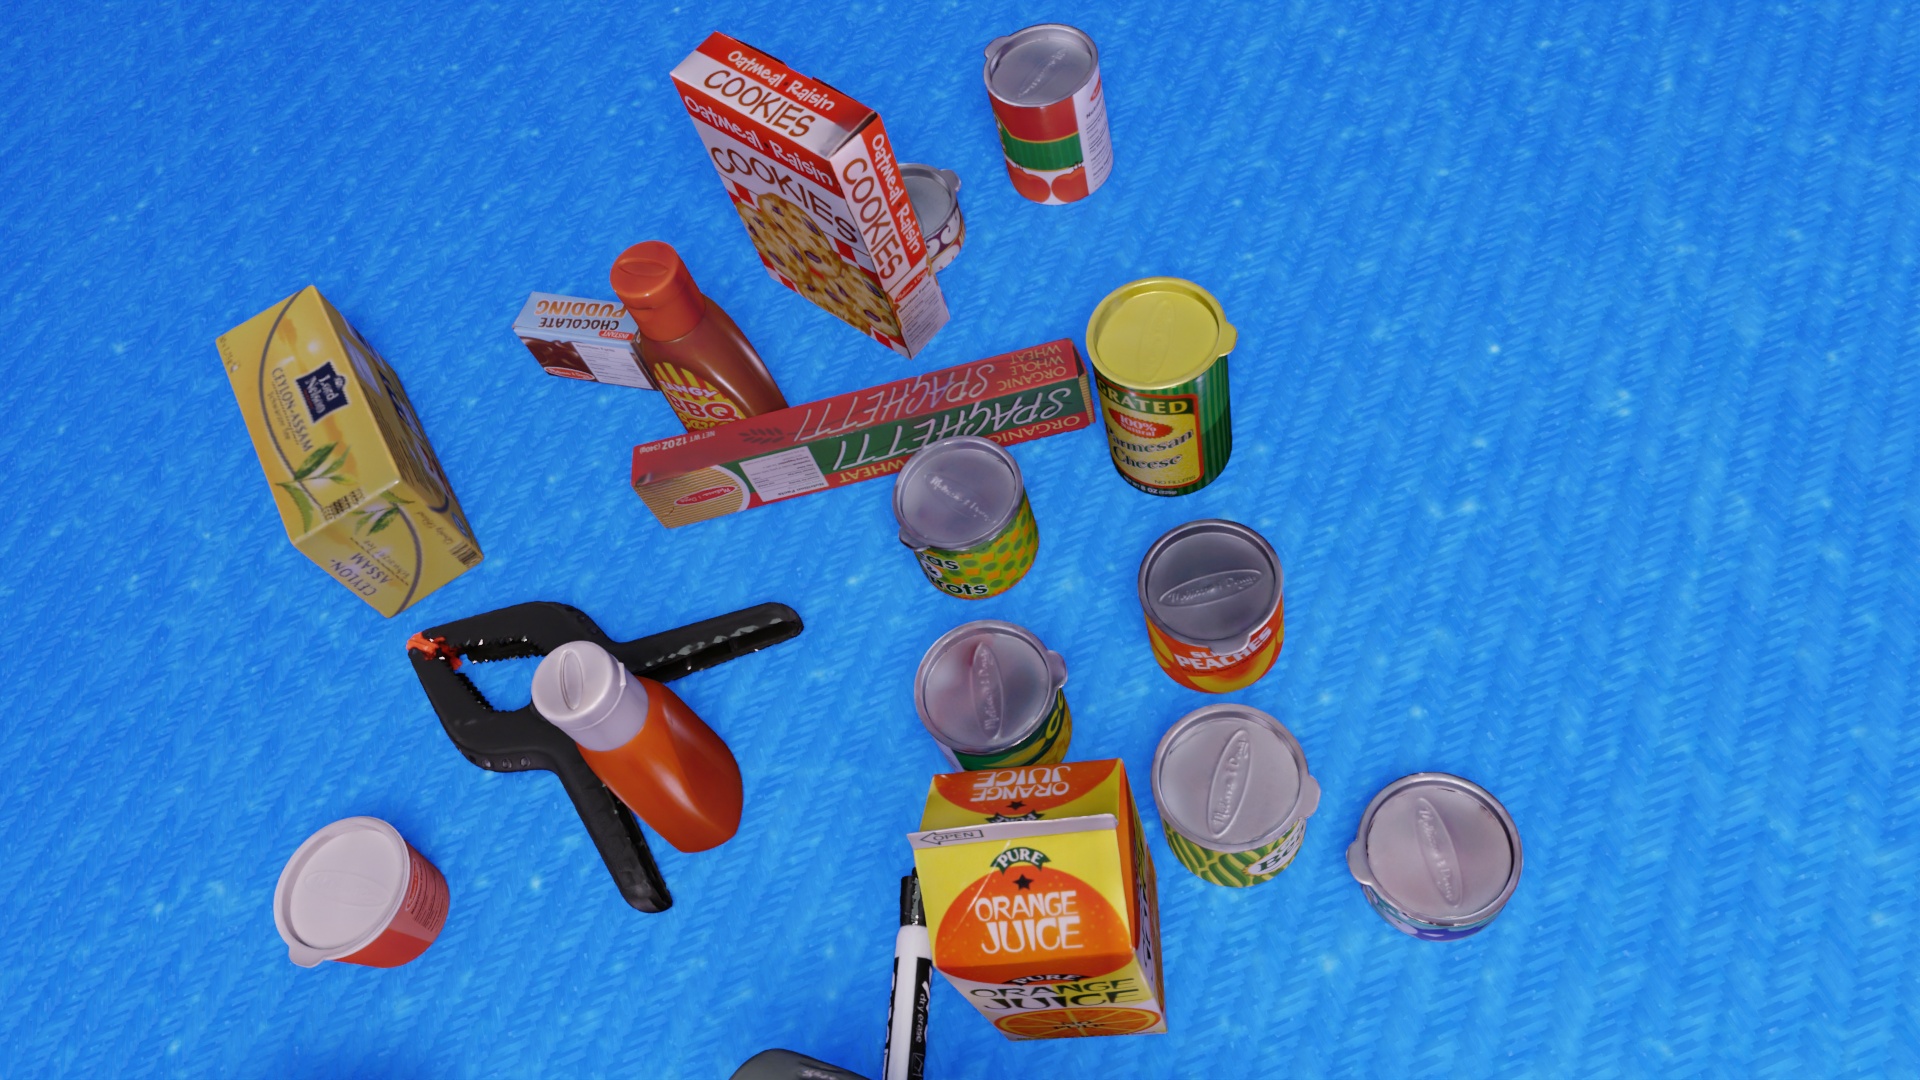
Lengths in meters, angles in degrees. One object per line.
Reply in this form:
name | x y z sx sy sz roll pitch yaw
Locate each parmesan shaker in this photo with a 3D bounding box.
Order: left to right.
parmesan shaker | 0.105 -0.073 0.696 0.071 0.102 0.071 -6 60 10

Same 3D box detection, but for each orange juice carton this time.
orange juice carton | 0.035 0.139 0.537 0.072 0.192 0.073 -7 60 10

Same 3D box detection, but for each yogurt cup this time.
yogurt cup | -0.286 0.174 0.674 0.072 0.053 0.073 -6 60 10

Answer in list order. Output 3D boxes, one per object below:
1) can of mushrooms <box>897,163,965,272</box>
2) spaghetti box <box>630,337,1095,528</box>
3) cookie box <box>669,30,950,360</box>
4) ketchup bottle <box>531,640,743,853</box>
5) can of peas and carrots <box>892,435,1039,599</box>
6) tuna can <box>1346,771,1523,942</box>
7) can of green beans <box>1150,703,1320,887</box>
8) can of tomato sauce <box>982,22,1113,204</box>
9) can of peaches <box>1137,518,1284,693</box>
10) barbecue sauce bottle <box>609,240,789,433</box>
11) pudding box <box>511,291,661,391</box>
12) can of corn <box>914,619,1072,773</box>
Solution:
can of mushrooms | -0.029 -0.193 0.837 0.071 0.033 0.071 -6 60 10
spaghetti box | -0.052 -0.057 0.754 0.250 0.050 0.029 -14 59 5
cookie box | -0.078 -0.187 0.767 0.123 0.166 0.040 34 73 27
ketchup bottle | -0.144 0.092 0.632 0.043 0.148 0.065 -19 58 2
can of peas and carrots | 0.003 -0.009 0.709 0.071 0.058 0.071 -6 60 10
tuna can | 0.201 0.136 0.594 0.071 0.032 0.071 -6 60 10
can of green beans | 0.119 0.113 0.611 0.071 0.057 0.071 -6 60 10
can of tomato sauce | 0.052 -0.251 0.823 0.071 0.082 0.071 -6 60 10
can of peaches | 0.120 0.034 0.657 0.071 0.058 0.071 -6 60 10
barbecue sauce bottle | -0.140 -0.099 0.742 0.065 0.148 0.044 12 65 20
pudding box | -0.218 -0.119 0.830 0.084 0.049 0.030 9 64 18
can of corn | 0.019 0.079 0.655 0.071 0.058 0.071 -6 60 10
